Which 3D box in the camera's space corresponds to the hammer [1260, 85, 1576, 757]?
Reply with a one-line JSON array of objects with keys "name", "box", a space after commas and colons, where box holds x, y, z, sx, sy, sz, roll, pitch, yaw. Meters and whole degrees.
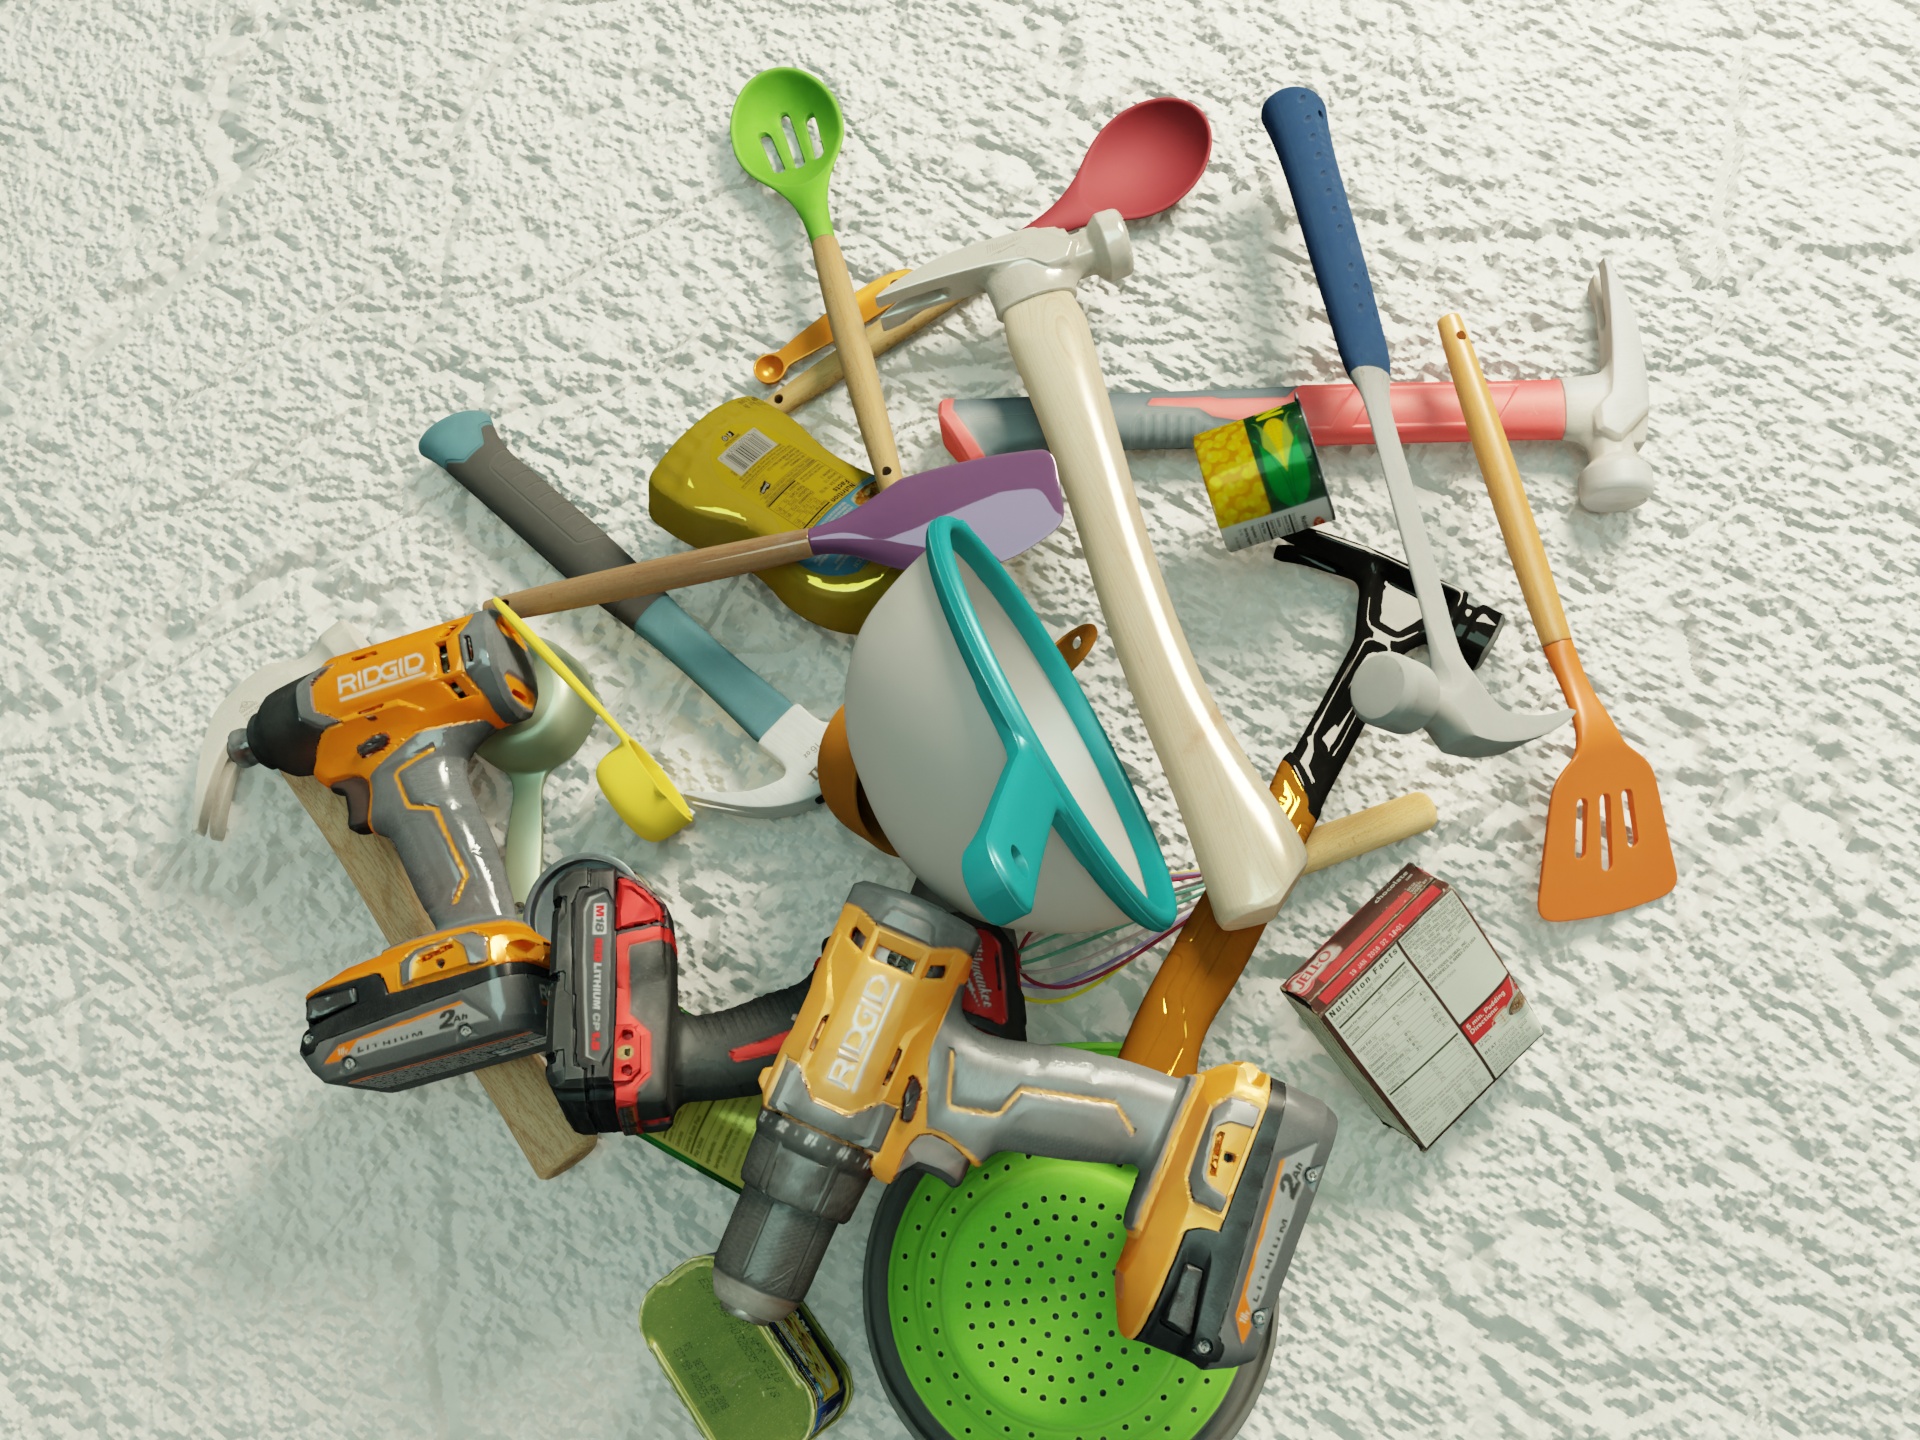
[{"name": "hammer", "box": [0.216, -0.165, 0.819, 0.035, 0.144, 0.406, -33, 54, 41]}]

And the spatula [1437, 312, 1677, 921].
[{"name": "spatula", "box": [0.296, -0.060, 0.823, 0.081, 0.041, 0.323, -11, 77, -12]}]

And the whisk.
[{"name": "whisk", "box": [0.131, 0.088, 0.818, 0.245, 0.051, 0.047, -19, 59, -6]}]

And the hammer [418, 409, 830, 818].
[{"name": "hammer", "box": [-0.182, -0.069, 0.897, 0.331, 0.033, 0.128, 40, 80, 15]}]

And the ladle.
[{"name": "ladle", "box": [0.013, -0.265, 0.938, 0.315, 0.031, 0.069, -34, 73, -3]}]

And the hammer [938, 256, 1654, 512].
[{"name": "hammer", "box": [0.181, -0.184, 0.892, 0.386, 0.038, 0.143, 0, 73, 5]}]

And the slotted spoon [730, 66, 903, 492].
[{"name": "slotted spoon", "box": [-0.076, -0.256, 0.923, 0.070, 0.031, 0.314, -18, 65, 5]}]

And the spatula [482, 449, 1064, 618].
[{"name": "spatula", "box": [-0.102, -0.086, 0.832, 0.316, 0.018, 0.060, -10, 76, 9]}]

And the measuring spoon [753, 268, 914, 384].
[{"name": "measuring spoon", "box": [-0.073, -0.234, 0.947, 0.117, 0.011, 0.021, -36, 73, -9]}]

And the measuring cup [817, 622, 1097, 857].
[{"name": "measuring cup", "box": [-0.001, -0.003, 0.843, 0.173, 0.095, 0.052, -40, 34, -21]}]

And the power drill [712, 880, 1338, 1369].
[{"name": "power drill", "box": [0.020, 0.192, 0.665, 0.226, 0.084, 0.185, 23, 78, 4]}]

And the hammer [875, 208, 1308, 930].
[{"name": "hammer", "box": [0.073, -0.085, 0.820, 0.146, 0.038, 0.411, -17, 66, 1]}]

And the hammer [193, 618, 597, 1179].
[{"name": "hammer", "box": [-0.302, 0.104, 0.858, 0.130, 0.031, 0.331, -37, 74, -6]}]

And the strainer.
[{"name": "strainer", "box": [0.001, 0.033, 0.663, 0.095, 0.340, 0.211, -29, 98, 12]}]

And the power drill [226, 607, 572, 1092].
[{"name": "power drill", "box": [-0.289, 0.067, 0.810, 0.164, 0.084, 0.227, -16, 70, 5]}]

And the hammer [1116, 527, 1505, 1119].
[{"name": "hammer", "box": [0.152, 0.049, 0.795, 0.127, 0.034, 0.337, 27, 66, 12]}]

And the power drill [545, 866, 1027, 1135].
[{"name": "power drill", "box": [-0.079, 0.124, 0.757, 0.219, 0.078, 0.143, -1, 62, -7]}]

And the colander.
[{"name": "colander", "box": [0.057, 0.345, 0.722, 0.204, 0.094, 0.397, -6, 73, 4]}]

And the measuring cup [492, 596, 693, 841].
[{"name": "measuring cup", "box": [-0.201, 0.002, 0.839, 0.029, 0.062, 0.156, -40, 105, -2]}]

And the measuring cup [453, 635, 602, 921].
[{"name": "measuring cup", "box": [-0.243, 0.032, 0.869, 0.083, 0.038, 0.168, -4, 72, 4]}]
